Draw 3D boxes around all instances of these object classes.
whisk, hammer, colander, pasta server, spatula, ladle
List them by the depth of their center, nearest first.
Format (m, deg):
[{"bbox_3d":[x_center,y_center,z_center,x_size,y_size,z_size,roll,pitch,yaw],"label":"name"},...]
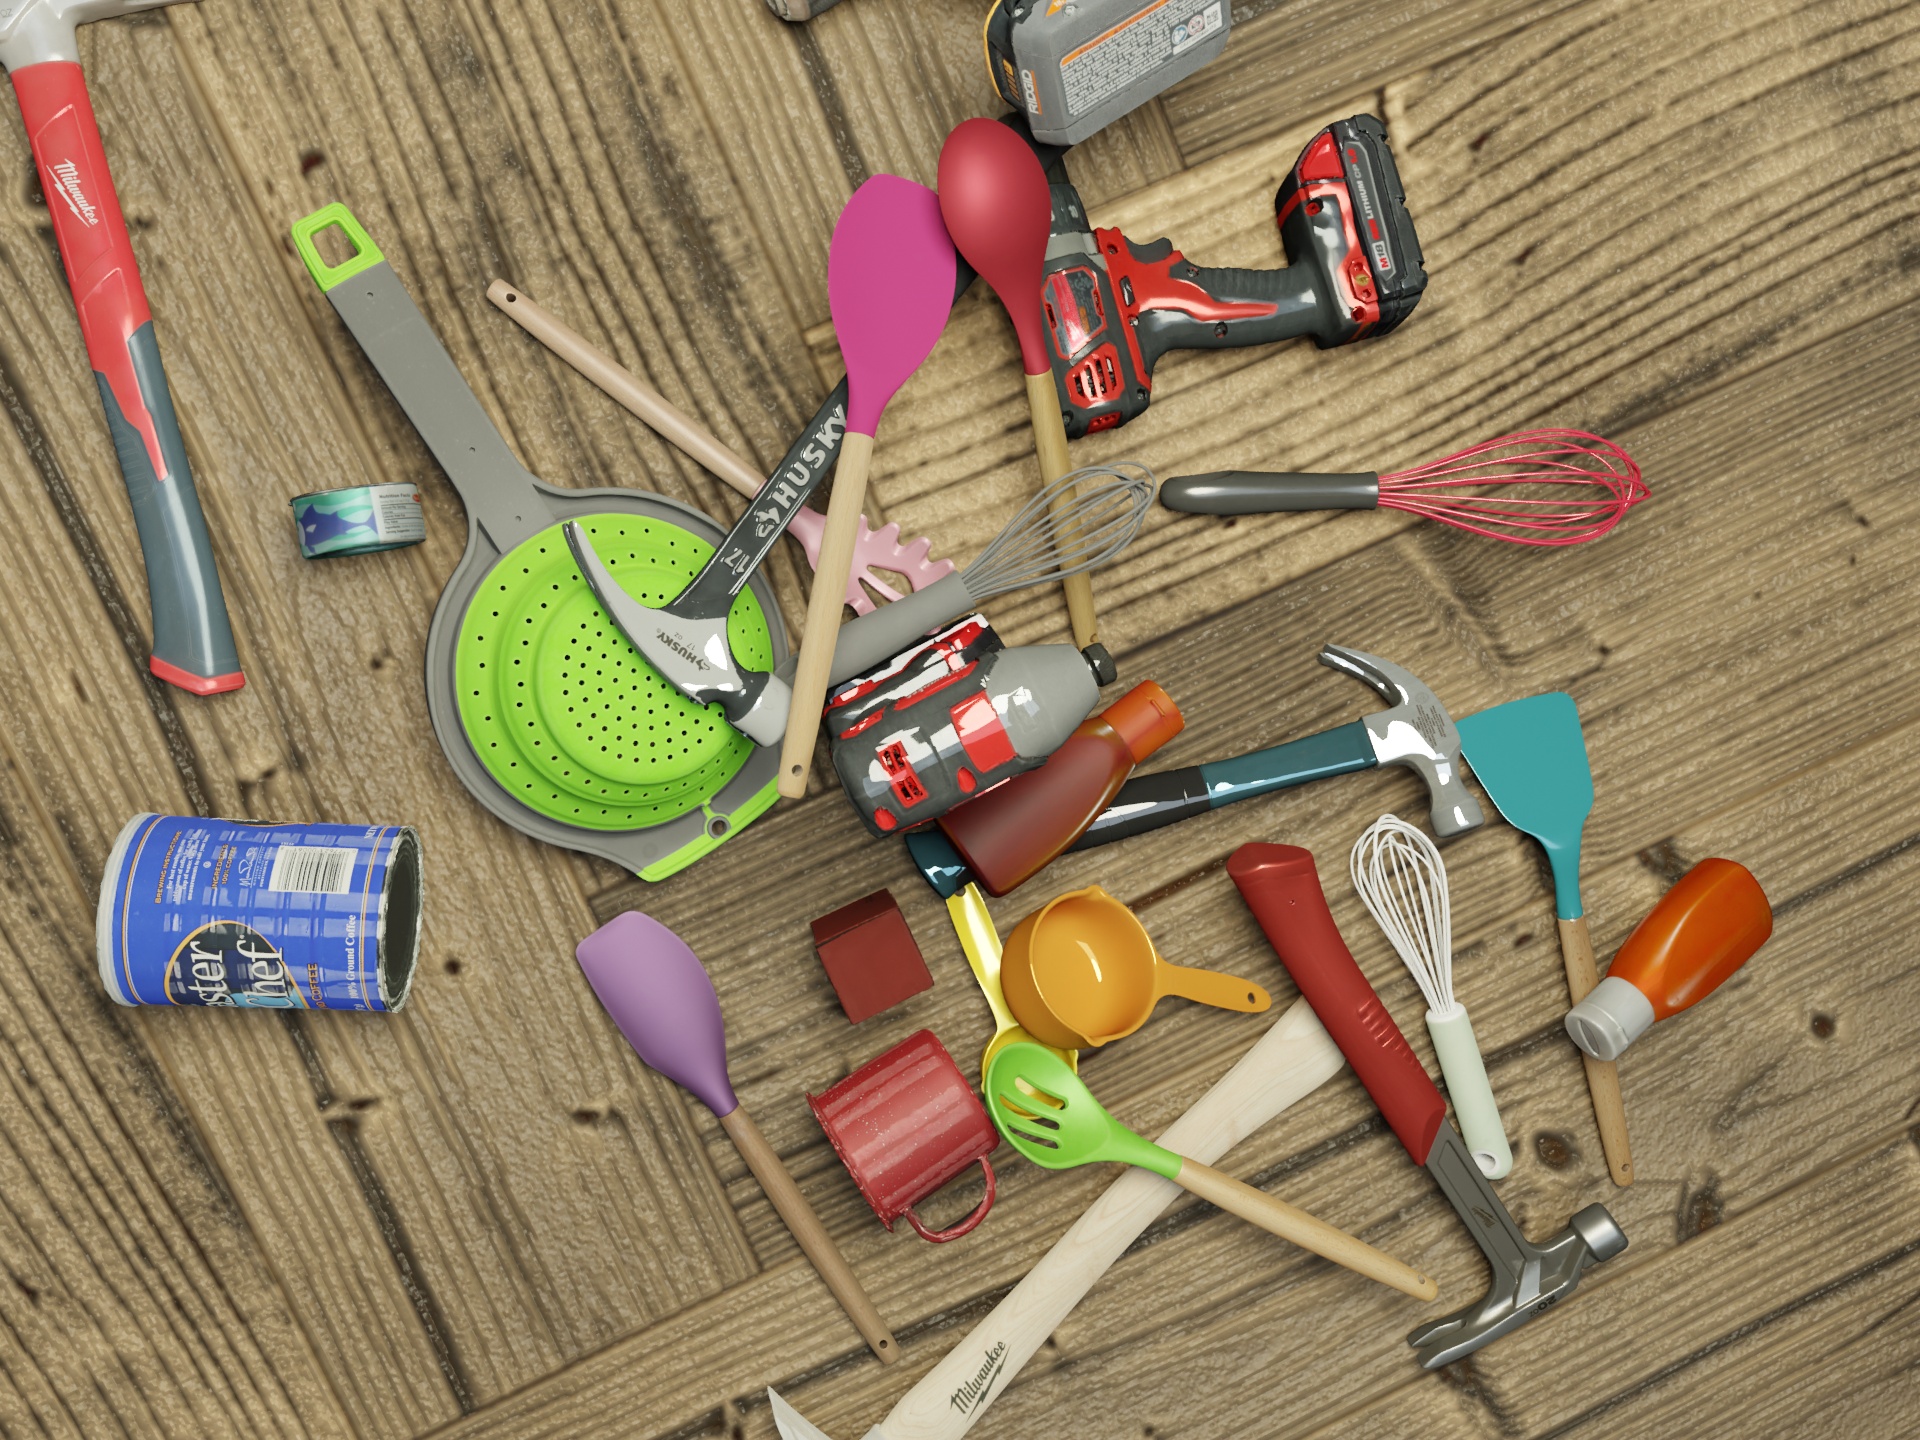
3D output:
[{"bbox_3d":[-0.218,-0.092,0.832,0.204,0.094,0.397,-36,107,-17],"label":"colander"},{"bbox_3d":[-0.045,-0.193,0.832,0.149,0.036,0.409,38,77,-22],"label":"hammer"},{"bbox_3d":[-0.439,-0.206,0.863,0.143,0.038,0.386,-14,95,-8],"label":"hammer"},{"bbox_3d":[0.000,-0.074,0.867,0.239,0.055,0.055,-28,97,3],"label":"whisk"},{"bbox_3d":[0.045,-0.167,0.868,0.069,0.031,0.315,-33,127,-27],"label":"ladle"},{"bbox_3d":[-0.136,-0.151,0.906,0.316,0.040,0.060,37,76,-7],"label":"pasta server"},{"bbox_3d":[0.131,0.045,0.940,0.331,0.033,0.128,-15,75,-2],"label":"hammer"},{"bbox_3d":[-0.121,0.250,0.940,0.060,0.018,0.316,-33,97,-14],"label":"spatula"},{"bbox_3d":[0.253,0.223,0.945,0.149,0.037,0.359,-34,105,5],"label":"hammer"},{"bbox_3d":[0.266,-0.138,0.949,0.296,0.073,0.073,-1,94,-2],"label":"whisk"},{"bbox_3d":[0.072,0.311,0.952,0.410,0.038,0.146,-44,108,-5],"label":"hammer"},{"bbox_3d":[0.296,0.172,0.979,0.058,0.059,0.246,-13,102,37],"label":"whisk"},{"bbox_3d":[0.384,0.143,0.999,0.082,0.044,0.317,-16,100,-7],"label":"spatula"}]

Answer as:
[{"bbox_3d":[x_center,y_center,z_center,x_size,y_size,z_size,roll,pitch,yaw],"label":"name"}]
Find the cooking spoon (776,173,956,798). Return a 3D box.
[{"bbox_3d":[-0.056,-0.118,0.801,0.068,0.017,0.319,12,86,-23],"label":"cooking spoon"}]

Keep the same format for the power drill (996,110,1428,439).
[{"bbox_3d":[0.132,-0.278,0.915,0.226,0.080,0.188,-16,88,-2],"label":"power drill"}]

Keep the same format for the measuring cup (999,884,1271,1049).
[{"bbox_3d":[0.103,0.158,0.947,0.173,0.052,0.095,15,62,-26],"label":"measuring cup"}]

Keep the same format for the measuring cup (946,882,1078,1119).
[{"bbox_3d":[0.021,0.162,0.956,0.062,0.029,0.156,-20,84,-10],"label":"measuring cup"}]

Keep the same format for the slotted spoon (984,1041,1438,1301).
[{"bbox_3d":[0.146,0.272,0.923,0.313,0.031,0.070,28,46,-11],"label":"slotted spoon"}]

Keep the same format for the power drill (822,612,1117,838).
[{"bbox_3d":[-0.001,-0.003,0.839,0.143,0.220,0.078,-28,97,-5],"label":"power drill"}]

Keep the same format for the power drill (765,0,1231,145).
[{"bbox_3d":[0.011,-0.396,0.843,0.185,0.084,0.226,-33,57,-6],"label":"power drill"}]
